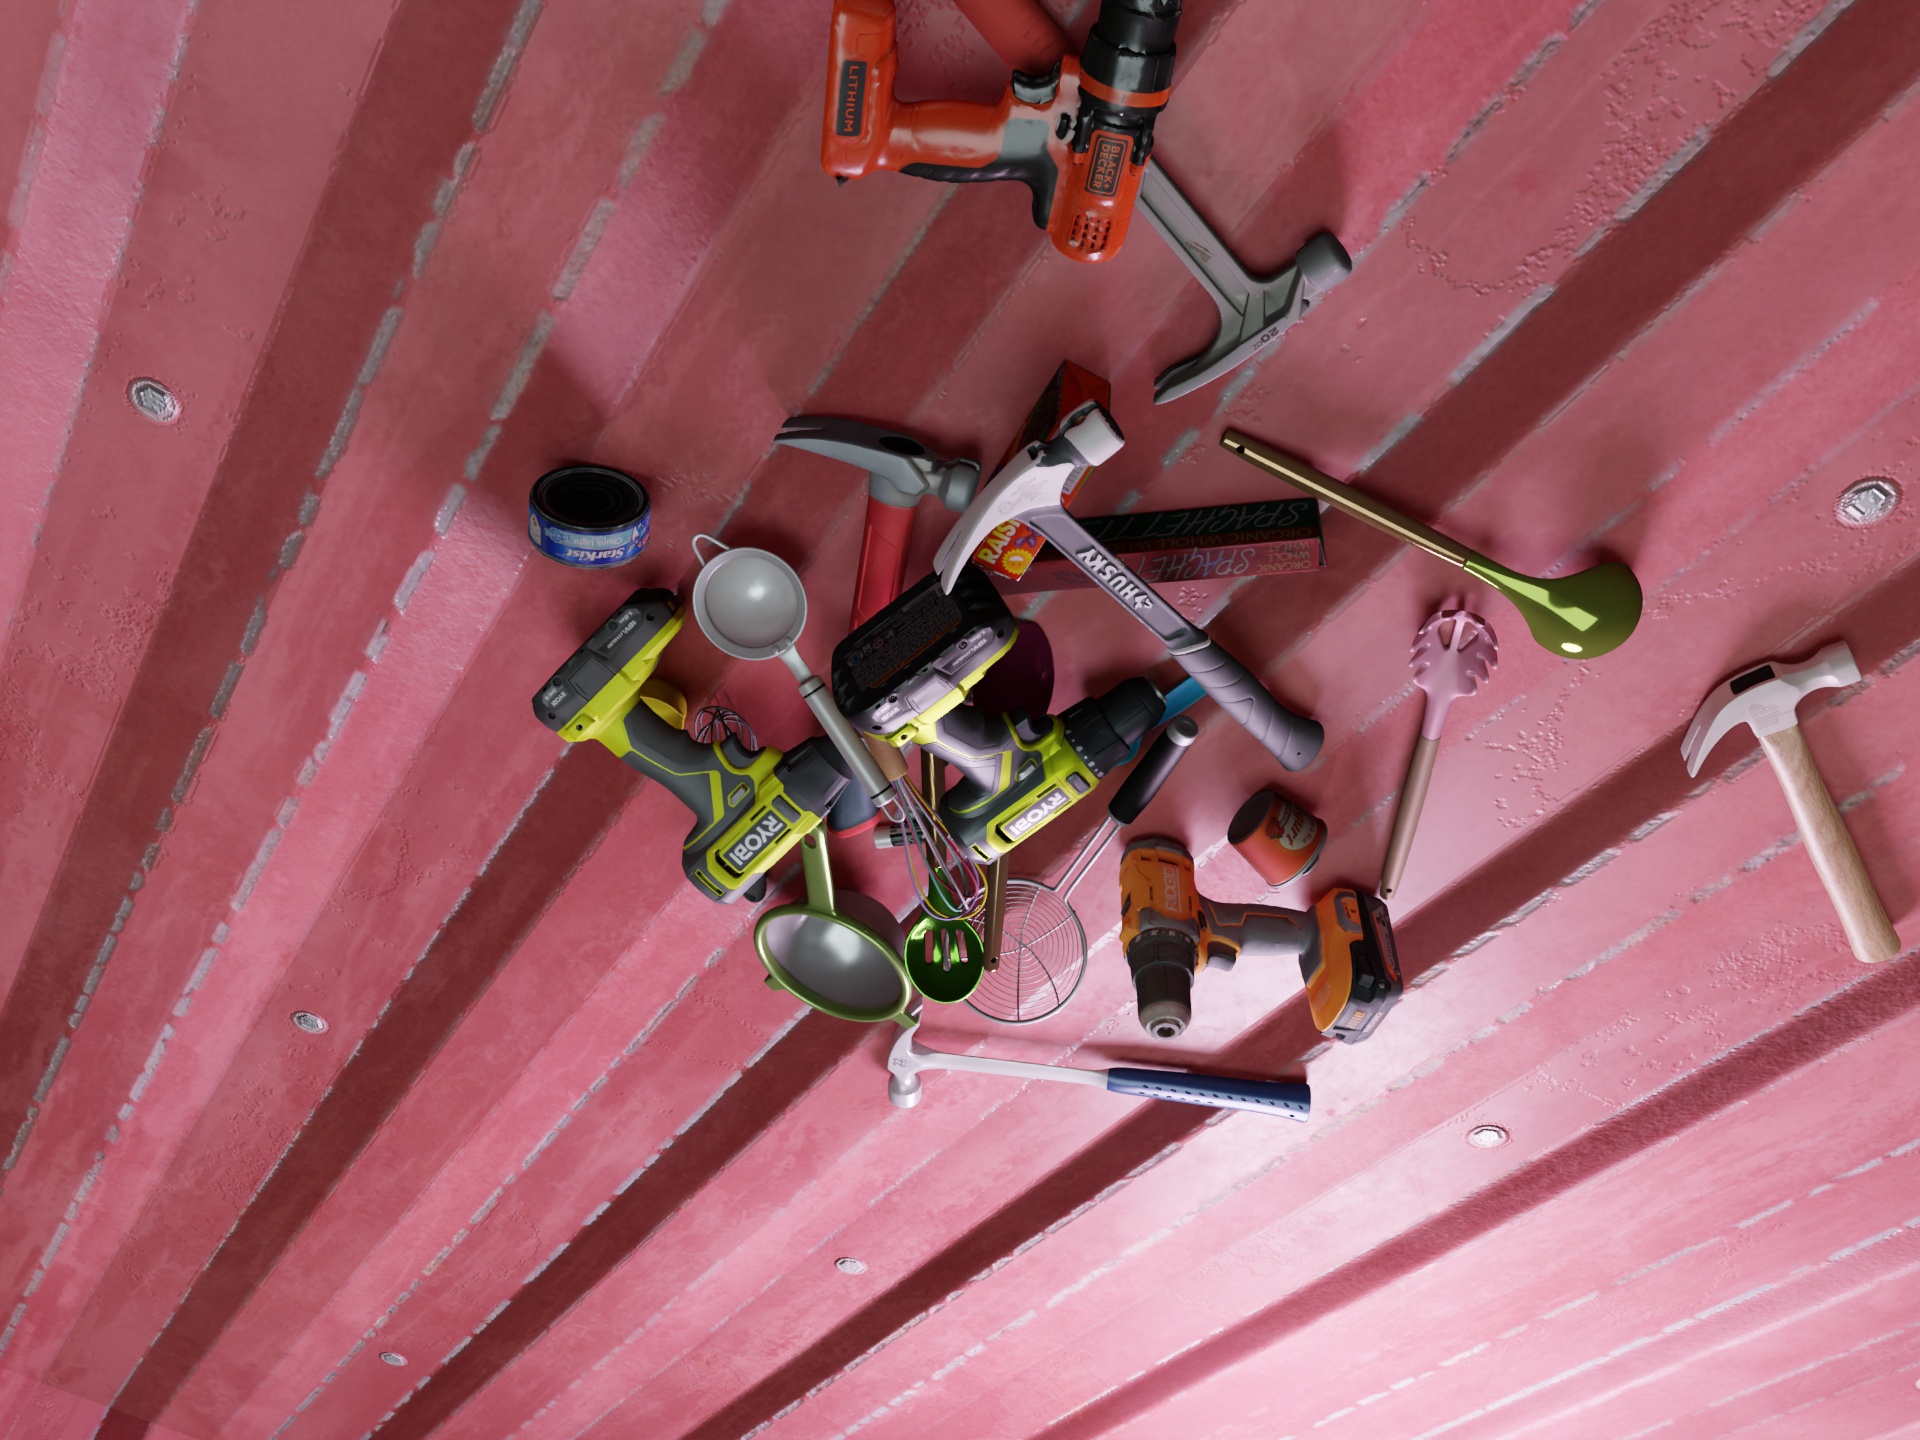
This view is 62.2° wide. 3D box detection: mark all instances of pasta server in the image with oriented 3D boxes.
[{"bbox_3d":[0.356,0.035,1.225,0.060,0.040,0.316,13,134,14],"label":"pasta server"}]

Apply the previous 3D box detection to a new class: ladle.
[{"bbox_3d":[0.323,-0.129,1.093,0.320,0.062,0.078,26,127,-4],"label":"ladle"}]

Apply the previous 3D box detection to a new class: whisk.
[{"bbox_3d":[-0.187,0.076,1.345,0.055,0.055,0.238,3,136,6],"label":"whisk"},{"bbox_3d":[-0.038,0.057,1.237,0.047,0.051,0.244,-6,121,34],"label":"whisk"}]

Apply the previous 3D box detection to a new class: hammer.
[{"bbox_3d":[0.069,-0.350,0.936,0.149,0.037,0.358,-32,120,31],"label":"hammer"},{"bbox_3d":[0.656,0.079,1.219,0.130,0.031,0.331,-23,124,26],"label":"hammer"},{"bbox_3d":[0.131,0.341,1.528,0.405,0.035,0.144,6,132,4],"label":"hammer"},{"bbox_3d":[-0.084,-0.054,1.213,0.143,0.038,0.386,17,133,5],"label":"hammer"},{"bbox_3d":[0.144,-0.059,1.100,0.149,0.036,0.408,-37,136,18],"label":"hammer"}]

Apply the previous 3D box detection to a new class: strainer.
[{"bbox_3d":[-0.115,-0.032,1.176,0.087,0.050,0.258,-31,96,19],"label":"strainer"},{"bbox_3d":[-0.106,0.157,1.378,0.151,0.069,0.256,12,134,17],"label":"strainer"}]

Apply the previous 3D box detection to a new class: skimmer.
[{"bbox_3d":[0.090,0.124,1.284,0.127,0.090,0.363,41,140,10],"label":"skimmer"}]

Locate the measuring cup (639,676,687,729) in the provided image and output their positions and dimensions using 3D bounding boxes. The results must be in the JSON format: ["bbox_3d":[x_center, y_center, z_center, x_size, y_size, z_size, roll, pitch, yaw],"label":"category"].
[{"bbox_3d":[-0.237,0.019,1.321,0.062,0.029,0.156,-4,142,14],"label":"measuring cup"}]

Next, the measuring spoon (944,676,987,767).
[{"bbox_3d":[-0.002,-0.004,1.265,0.034,0.018,0.124,34,139,13],"label":"measuring spoon"}]

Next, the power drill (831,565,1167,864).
[{"bbox_3d":[0.032,-0.008,1.151,0.190,0.080,0.228,-37,134,9],"label":"power drill"}]

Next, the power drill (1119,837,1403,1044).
[{"bbox_3d":[0.237,0.196,1.289,0.226,0.186,0.084,15,130,-8],"label":"power drill"}]

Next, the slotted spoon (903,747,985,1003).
[{"bbox_3d":[-0.018,0.095,1.301,0.070,0.031,0.313,0,116,4],"label":"slotted spoon"}]

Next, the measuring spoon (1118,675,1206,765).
[{"bbox_3d":[0.152,-0.010,1.237,0.128,0.021,0.042,-36,117,23],"label":"measuring spoon"}]

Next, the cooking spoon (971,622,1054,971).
[{"bbox_3d":[0.033,0.068,1.268,0.068,0.017,0.318,-7,119,-20],"label":"cooking spoon"}]

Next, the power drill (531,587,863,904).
[{"bbox_3d":[-0.198,0.011,1.220,0.171,0.080,0.223,-44,103,8],"label":"power drill"}]
